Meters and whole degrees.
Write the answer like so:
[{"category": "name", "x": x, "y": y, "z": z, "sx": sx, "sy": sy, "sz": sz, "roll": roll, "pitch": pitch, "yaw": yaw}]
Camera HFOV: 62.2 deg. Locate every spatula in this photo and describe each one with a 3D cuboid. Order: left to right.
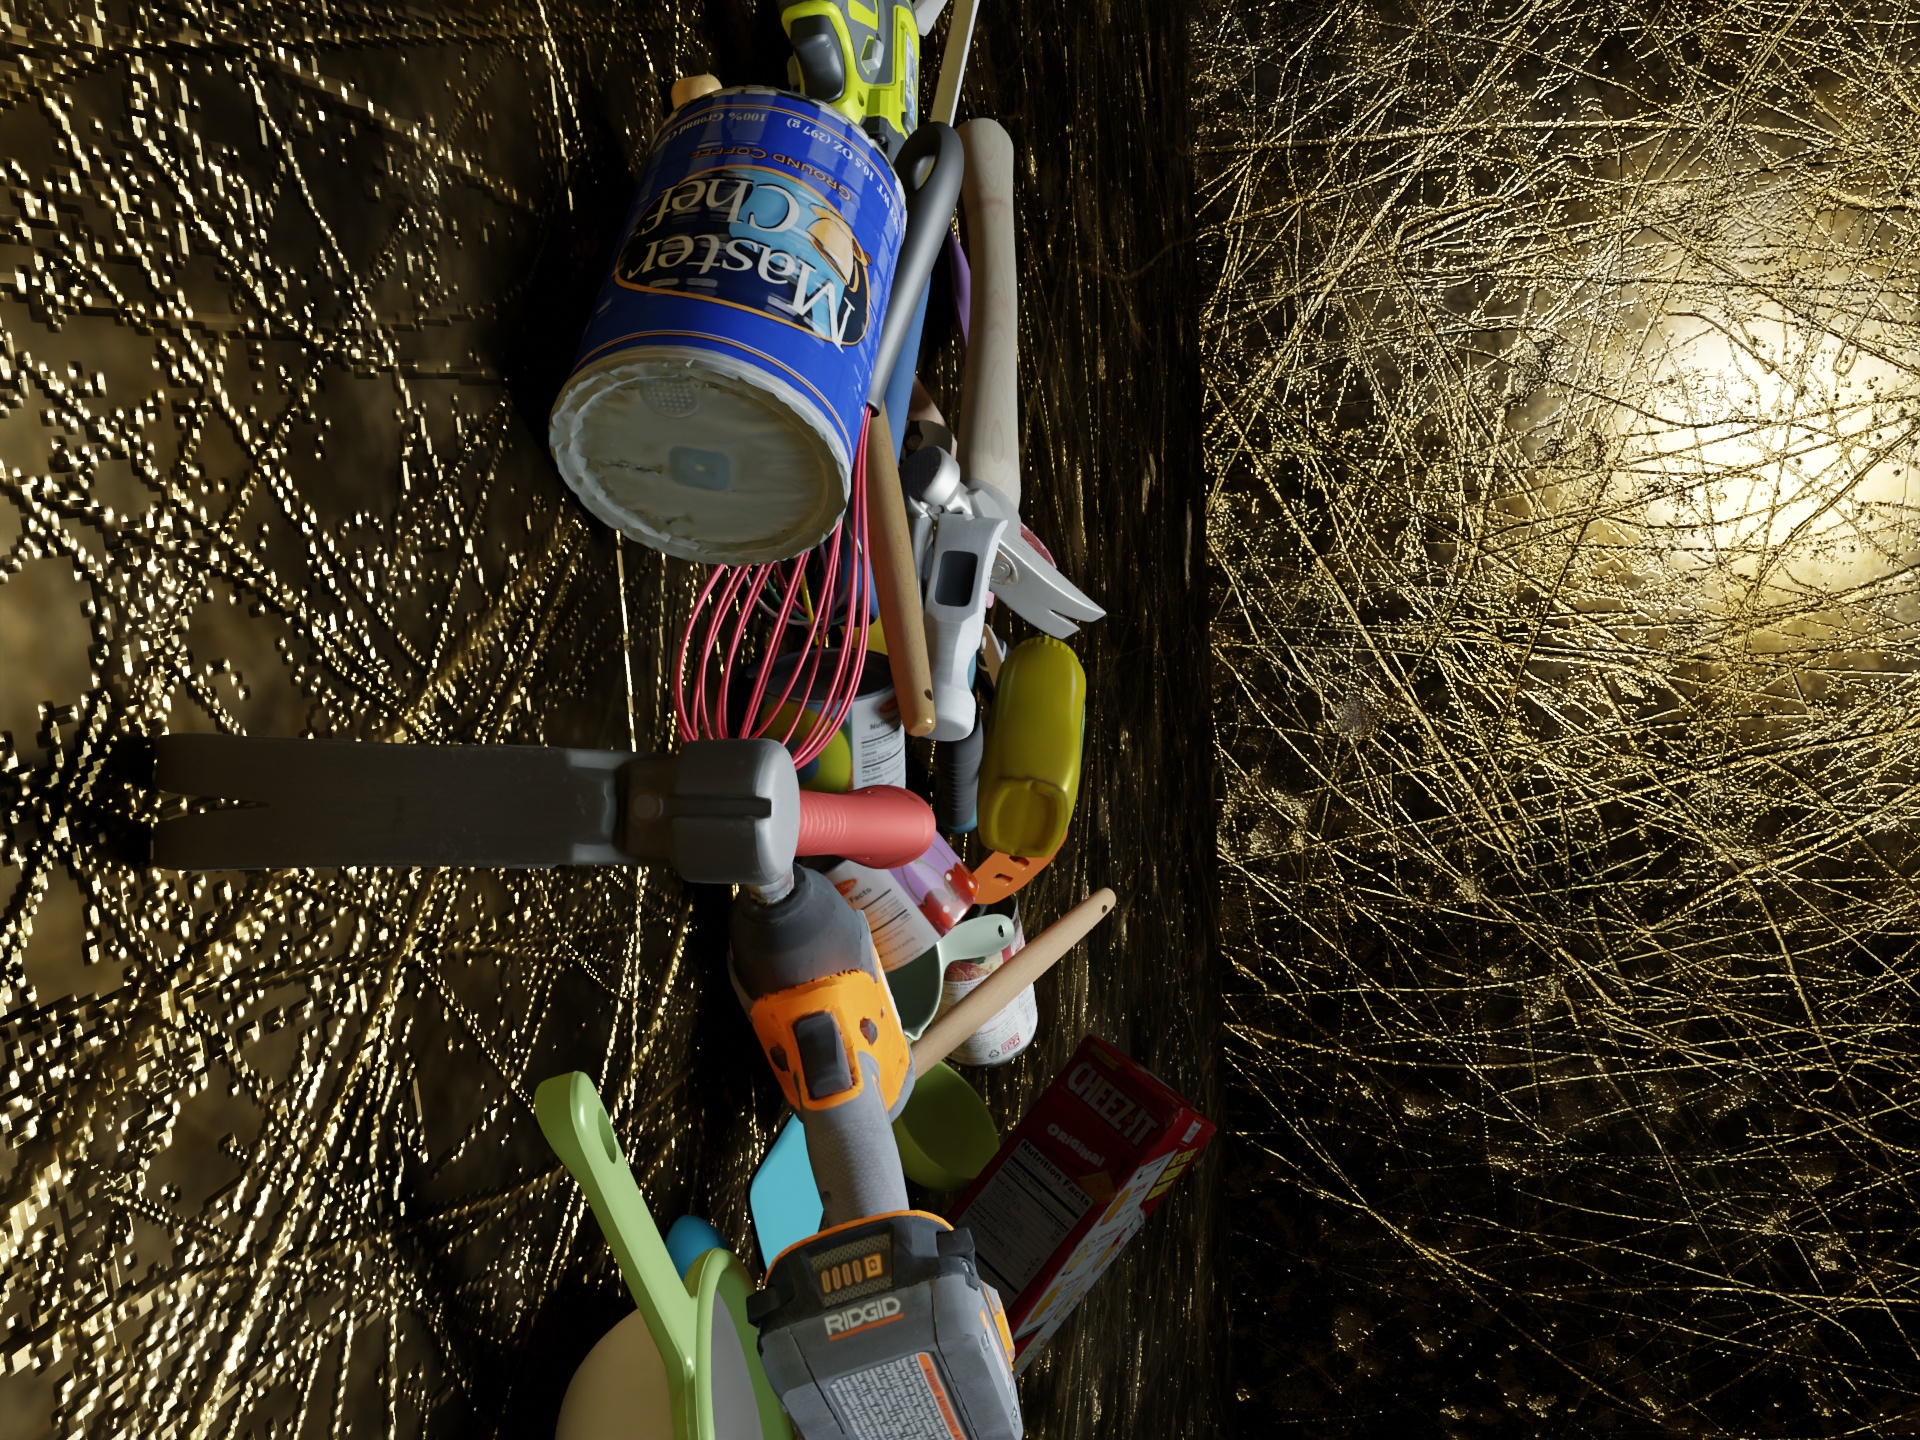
[{"category": "spatula", "x": -0.004, "y": 0.173, "z": 0.830, "sx": 0.317, "sy": 0.044, "sz": 0.082, "roll": -34, "pitch": 124, "yaw": -41}, {"category": "spatula", "x": 0.010, "y": -0.197, "z": 0.982, "sx": 0.059, "sy": 0.018, "sz": 0.316, "roll": 59, "pitch": 20, "yaw": -48}, {"category": "spatula", "x": 0.025, "y": 0.066, "z": 0.971, "sx": 0.041, "sy": 0.081, "sz": 0.322, "roll": 47, "pitch": 0, "yaw": -5}]

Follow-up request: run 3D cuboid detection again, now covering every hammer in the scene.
[{"category": "hammer", "x": -0.080, "y": 0.032, "z": 0.513, "sx": 0.359, "sy": 0.149, "sz": 0.037, "roll": 22, "pitch": 68, "yaw": -78}, {"category": "hammer", "x": -0.026, "y": -0.245, "z": 0.826, "sx": 0.035, "sy": 0.144, "sz": 0.406, "roll": 18, "pitch": 76, "yaw": -32}, {"category": "hammer", "x": -0.001, "y": -0.003, "z": 0.848, "sx": 0.330, "sy": 0.033, "sz": 0.128, "roll": 90, "pitch": 8, "yaw": -70}, {"category": "hammer", "x": 0.018, "y": -0.045, "z": 1.073, "sx": 0.408, "sy": 0.036, "sz": 0.149, "roll": 49, "pitch": 44, "yaw": -68}, {"category": "hammer", "x": 0.025, "y": -0.233, "z": 0.968, "sx": 0.146, "sy": 0.038, "sz": 0.411, "roll": 38, "pitch": 38, "yaw": -36}]

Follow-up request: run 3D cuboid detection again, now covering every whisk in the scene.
[{"category": "whisk", "x": -0.084, "y": -0.146, "z": 0.681, "sx": 0.047, "sy": 0.051, "sz": 0.244, "roll": -53, "pitch": 138, "yaw": -58}, {"category": "whisk", "x": -0.049, "y": -0.111, "z": 0.652, "sx": 0.073, "sy": 0.073, "sz": 0.296, "roll": 41, "pitch": 64, "yaw": -71}]

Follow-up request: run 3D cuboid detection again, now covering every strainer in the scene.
[{"category": "strainer", "x": -0.108, "y": 0.215, "z": 0.503, "sx": 0.152, "sy": 0.069, "sz": 0.256, "roll": -104, "pitch": 180, "yaw": -60}]

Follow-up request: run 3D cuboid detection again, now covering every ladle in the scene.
[{"category": "ladle", "x": -0.023, "y": 0.100, "z": 0.876, "sx": 0.078, "sy": 0.062, "sz": 0.320, "roll": -12, "pitch": 98, "yaw": -61}]

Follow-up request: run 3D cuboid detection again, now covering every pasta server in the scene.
[{"category": "pasta server", "x": -0.002, "y": -0.155, "z": 1.005, "sx": 0.316, "sy": 0.060, "sz": 0.040, "roll": 50, "pitch": 25, "yaw": -63}]

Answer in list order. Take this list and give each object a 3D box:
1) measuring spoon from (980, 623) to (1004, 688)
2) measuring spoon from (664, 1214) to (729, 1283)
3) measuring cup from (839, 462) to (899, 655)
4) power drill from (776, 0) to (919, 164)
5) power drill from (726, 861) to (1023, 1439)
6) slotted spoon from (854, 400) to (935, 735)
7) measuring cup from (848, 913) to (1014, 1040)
[{"category": "measuring spoon", "x": 0.021, "y": -0.013, "z": 0.939, "sx": 0.034, "sy": 0.018, "sz": 0.124, "roll": 107, "pitch": -24, "yaw": -44}, {"category": "measuring spoon", "x": -0.093, "y": 0.249, "z": 0.656, "sx": 0.042, "sy": 0.021, "sz": 0.128, "roll": -76, "pitch": 158, "yaw": -45}, {"category": "measuring cup", "x": -0.048, "y": -0.102, "z": 0.860, "sx": 0.062, "sy": 0.029, "sz": 0.157, "roll": 62, "pitch": 22, "yaw": -54}, {"category": "power drill", "x": -0.067, "y": -0.307, "z": 0.658, "sx": 0.223, "sy": 0.080, "sz": 0.171, "roll": 64, "pitch": 23, "yaw": -58}, {"category": "power drill", "x": -0.047, "y": 0.165, "z": 0.630, "sx": 0.227, "sy": 0.084, "sz": 0.164, "roll": -110, "pitch": -176, "yaw": -49}, {"category": "slotted spoon", "x": -0.043, "y": -0.133, "z": 0.721, "sx": 0.070, "sy": 0.031, "sz": 0.314, "roll": 25, "pitch": 47, "yaw": -49}, {"category": "measuring cup", "x": -0.023, "y": 0.121, "z": 0.833, "sx": 0.167, "sy": 0.038, "sz": 0.083, "roll": 0, "pitch": 76, "yaw": -62}]
